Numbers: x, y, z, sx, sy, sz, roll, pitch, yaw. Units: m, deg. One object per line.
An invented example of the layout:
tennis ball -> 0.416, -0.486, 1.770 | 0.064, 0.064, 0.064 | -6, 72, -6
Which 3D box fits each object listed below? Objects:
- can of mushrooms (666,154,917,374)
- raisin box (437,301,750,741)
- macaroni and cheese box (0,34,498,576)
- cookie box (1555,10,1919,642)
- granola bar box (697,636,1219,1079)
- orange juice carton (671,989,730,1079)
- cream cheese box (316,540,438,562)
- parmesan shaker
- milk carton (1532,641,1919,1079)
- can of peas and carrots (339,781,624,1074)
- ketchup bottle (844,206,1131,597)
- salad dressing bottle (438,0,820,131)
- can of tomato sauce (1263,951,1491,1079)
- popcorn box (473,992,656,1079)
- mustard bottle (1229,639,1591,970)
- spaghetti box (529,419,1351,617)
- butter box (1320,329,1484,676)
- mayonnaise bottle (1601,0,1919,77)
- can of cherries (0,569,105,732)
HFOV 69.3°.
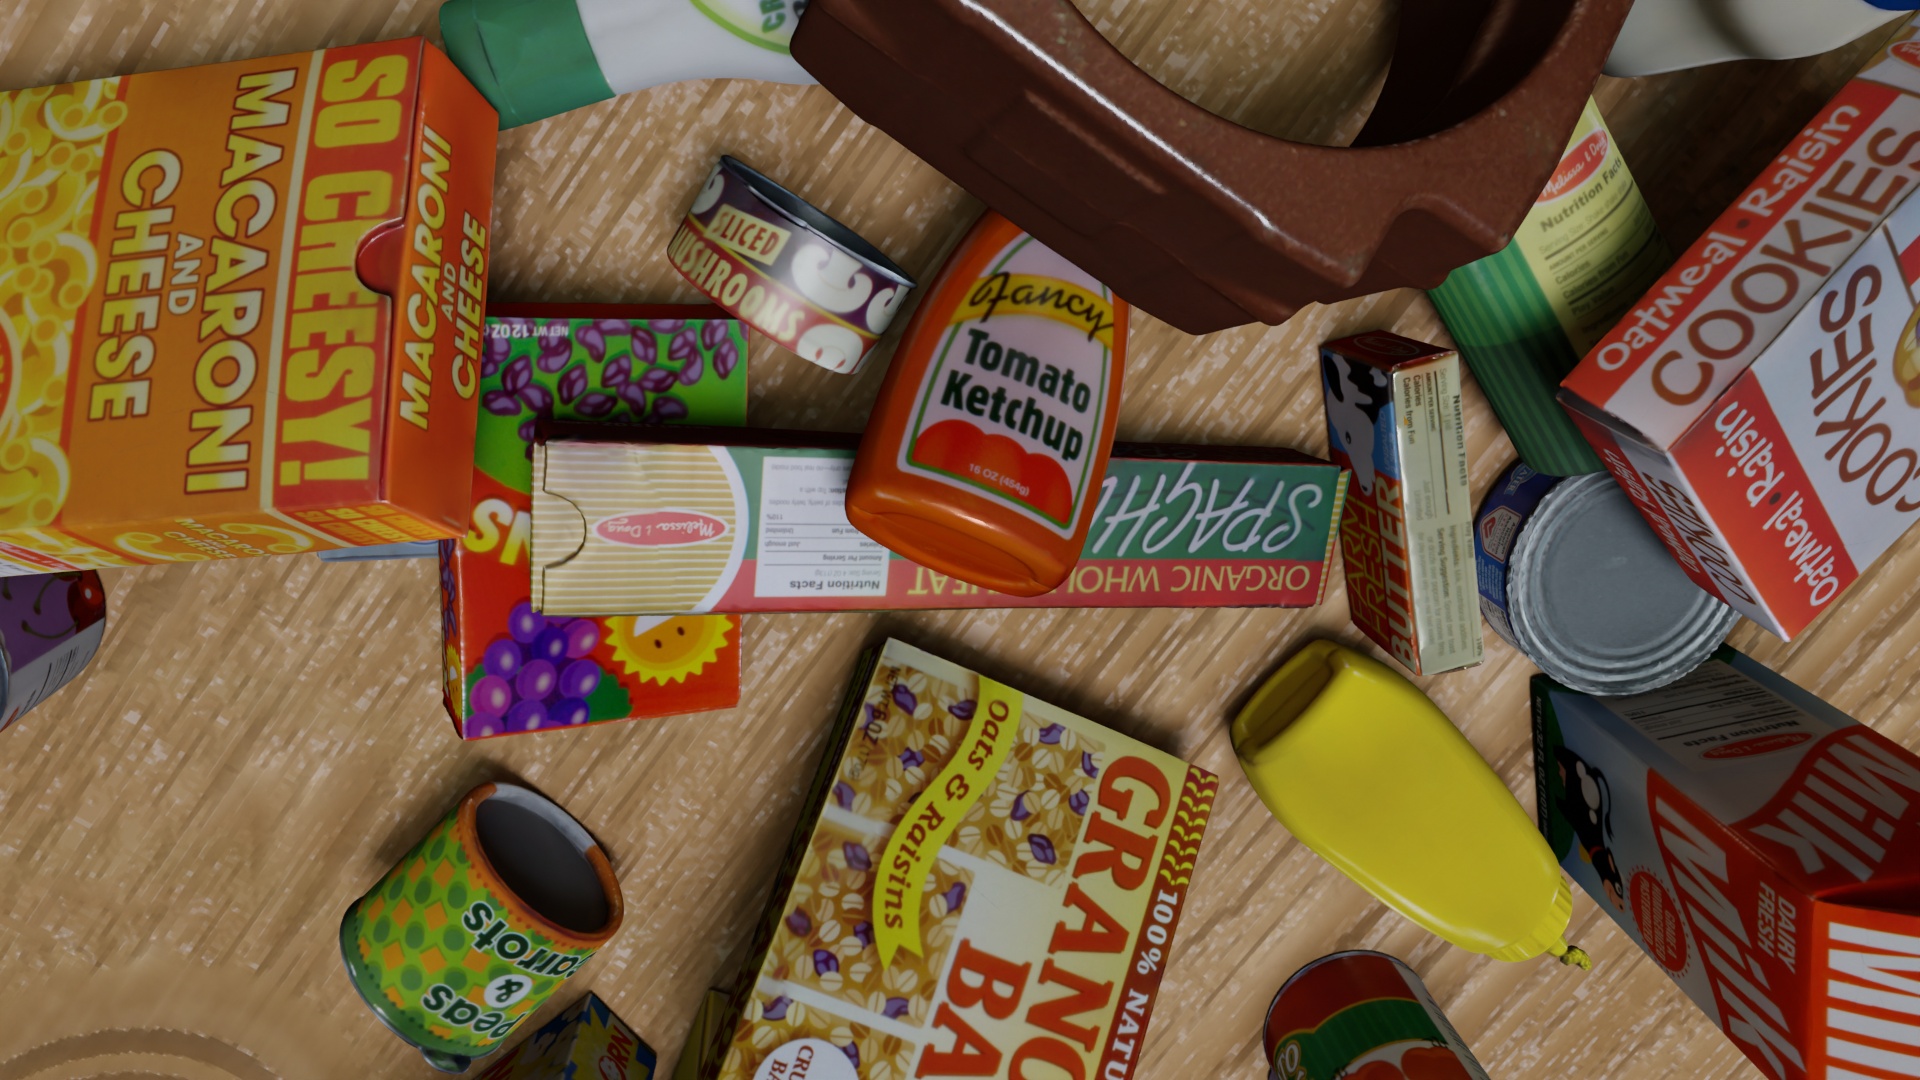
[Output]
can of mushrooms -> -0.049, -0.079, 0.397 | 0.071, 0.071, 0.033 | 32, 102, -13
raisin box -> -0.110, -0.008, 0.414 | 0.086, 0.040, 0.123 | -5, 107, -28
macaroni and cheese box -> -0.208, -0.056, 0.355 | 0.166, 0.040, 0.124 | -4, 74, 9
cookie box -> 0.254, -0.065, 0.377 | 0.167, 0.040, 0.123 | -48, 130, 8
granola bar box -> -0.001, 0.131, 0.440 | 0.124, 0.039, 0.166 | 24, 73, -10
orange juice carton -> -0.011, 0.232, 0.487 | 0.193, 0.073, 0.071 | 20, 102, -11
cream cheese box -> -0.169, -0.046, 0.418 | 0.053, 0.024, 0.103 | -1, 106, -6
parmesan shaker -> 0.177, -0.077, 0.423 | 0.071, 0.071, 0.103 | -35, 107, 5
milk carton -> 0.252, 0.102, 0.416 | 0.073, 0.191, 0.072 | -11, 107, -2
can of peas and carrots -> -0.151, 0.122, 0.443 | 0.058, 0.071, 0.071 | -44, 105, 7
ketchup bottle -> 0.019, -0.062, 0.387 | 0.065, 0.043, 0.149 | 23, 67, -12
salad dressing bottle -> -0.067, -0.152, 0.388 | 0.148, 0.044, 0.064 | -17, 105, -1
can of tomato sauce -> 0.150, 0.198, 0.489 | 0.071, 0.083, 0.071 | -2, 106, -6
popcorn box -> -0.148, 0.213, 0.440 | 0.085, 0.127, 0.038 | -38, 103, 5
mustard bottle -> 0.165, 0.103, 0.482 | 0.160, 0.049, 0.065 | 42, 97, -16
spaghetti box -> 0.001, -0.005, 0.415 | 0.250, 0.029, 0.050 | 0, 106, -21
butter box -> 0.141, -0.012, 0.445 | 0.024, 0.053, 0.103 | -13, 107, -5
mayonnaise bottle -> 0.221, -0.154, 0.363 | 0.064, 0.148, 0.041 | -41, 105, 6
can of cherries -> -0.301, 0.025, 0.407 | 0.071, 0.058, 0.071 | -1, 107, -5
